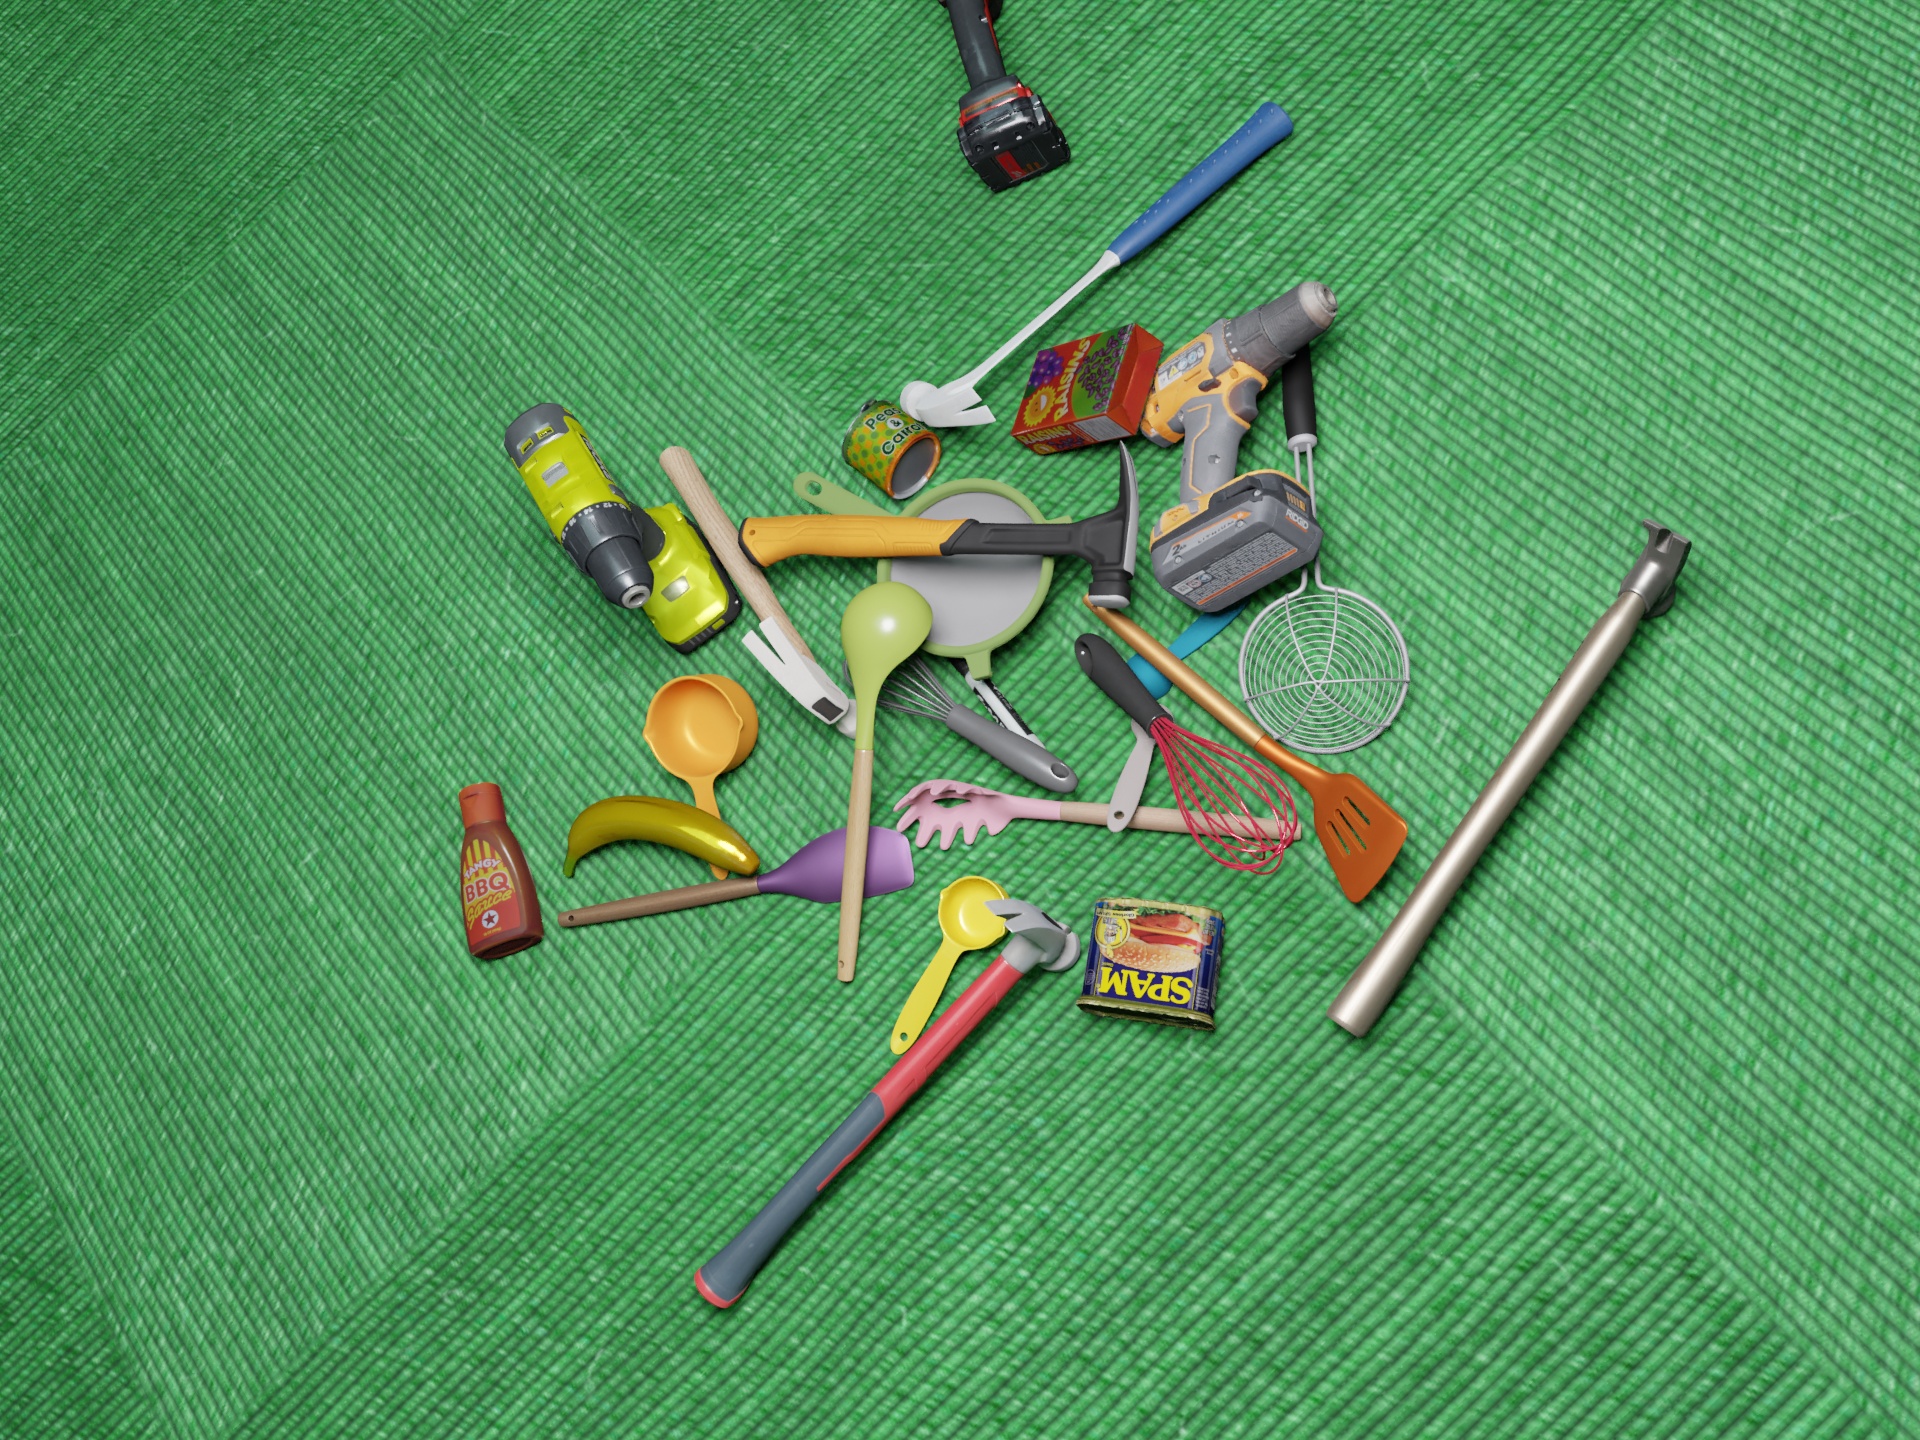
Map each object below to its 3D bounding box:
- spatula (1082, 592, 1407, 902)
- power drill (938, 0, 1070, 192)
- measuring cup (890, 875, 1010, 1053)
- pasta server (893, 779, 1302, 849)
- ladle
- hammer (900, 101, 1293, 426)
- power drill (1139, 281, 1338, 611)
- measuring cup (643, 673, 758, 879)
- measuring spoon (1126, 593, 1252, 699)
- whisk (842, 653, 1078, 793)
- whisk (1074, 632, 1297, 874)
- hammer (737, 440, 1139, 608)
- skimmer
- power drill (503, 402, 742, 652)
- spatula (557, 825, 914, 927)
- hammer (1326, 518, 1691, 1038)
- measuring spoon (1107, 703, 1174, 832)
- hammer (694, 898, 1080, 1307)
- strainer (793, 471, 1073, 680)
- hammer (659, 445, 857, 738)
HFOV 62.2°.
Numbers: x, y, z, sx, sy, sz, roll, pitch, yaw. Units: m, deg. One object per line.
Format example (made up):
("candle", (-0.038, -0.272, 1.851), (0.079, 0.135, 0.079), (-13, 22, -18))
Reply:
("spatula", (0.206, 0.003, 1.210), (0.323, 0.041, 0.081), (43, 129, 23))
("power drill", (0.024, -0.599, 1.424), (0.080, 0.188, 0.227), (-19, 87, 15))
("measuring cup", (-0.010, 0.194, 1.250), (0.062, 0.029, 0.156), (31, 96, 23))
("pasta server", (0.104, 0.078, 1.239), (0.316, 0.060, 0.040), (4, 40, 16))
("ladle", (-0.071, 0.049, 1.268), (0.078, 0.062, 0.320), (8, 96, 35))
("hammer", (0.124, -0.386, 1.354), (0.405, 0.035, 0.144), (-41, 25, -4))
("power drill", (0.220, -0.219, 1.224), (0.185, 0.084, 0.226), (-30, 49, 38))
("measuring cup", (-0.207, 0.045, 1.346), (0.095, 0.052, 0.173), (-8, 96, 21))
("measuring spoon", (0.181, -0.066, 1.268), (0.128, 0.021, 0.042), (-41, 66, 4))
("whisk", (-0.001, -0.004, 1.285), (0.239, 0.055, 0.055), (31, 84, 26))
("whisk", (0.159, 0.014, 1.188), (0.073, 0.073, 0.296), (-40, 42, 2))
("hammer", (-0.023, -0.155, 1.276), (0.337, 0.034, 0.127), (2, 79, 20))
("skimmer", (0.279, -0.154, 1.263), (0.127, 0.090, 0.364), (-8, 61, 20))
("power drill", (-0.271, -0.142, 1.319), (0.080, 0.228, 0.191), (-35, 67, 4))
("spatula", (-0.191, 0.138, 1.320), (0.316, 0.018, 0.060), (-12, 83, 13))
("hammer", (0.383, 0.046, 1.118), (0.038, 0.146, 0.410), (34, 90, 23))
("measuring spoon", (0.136, 0.033, 1.230), (0.034, 0.018, 0.124), (13, 56, 17))
("hammer", (-0.067, 0.287, 1.181), (0.386, 0.143, 0.038), (-48, 63, 3))
("strainer", (-0.030, -0.142, 1.333), (0.256, 0.069, 0.151), (30, 88, 24))
("hammer", (-0.184, -0.125, 1.363), (0.031, 0.130, 0.332), (-39, 58, 8))
